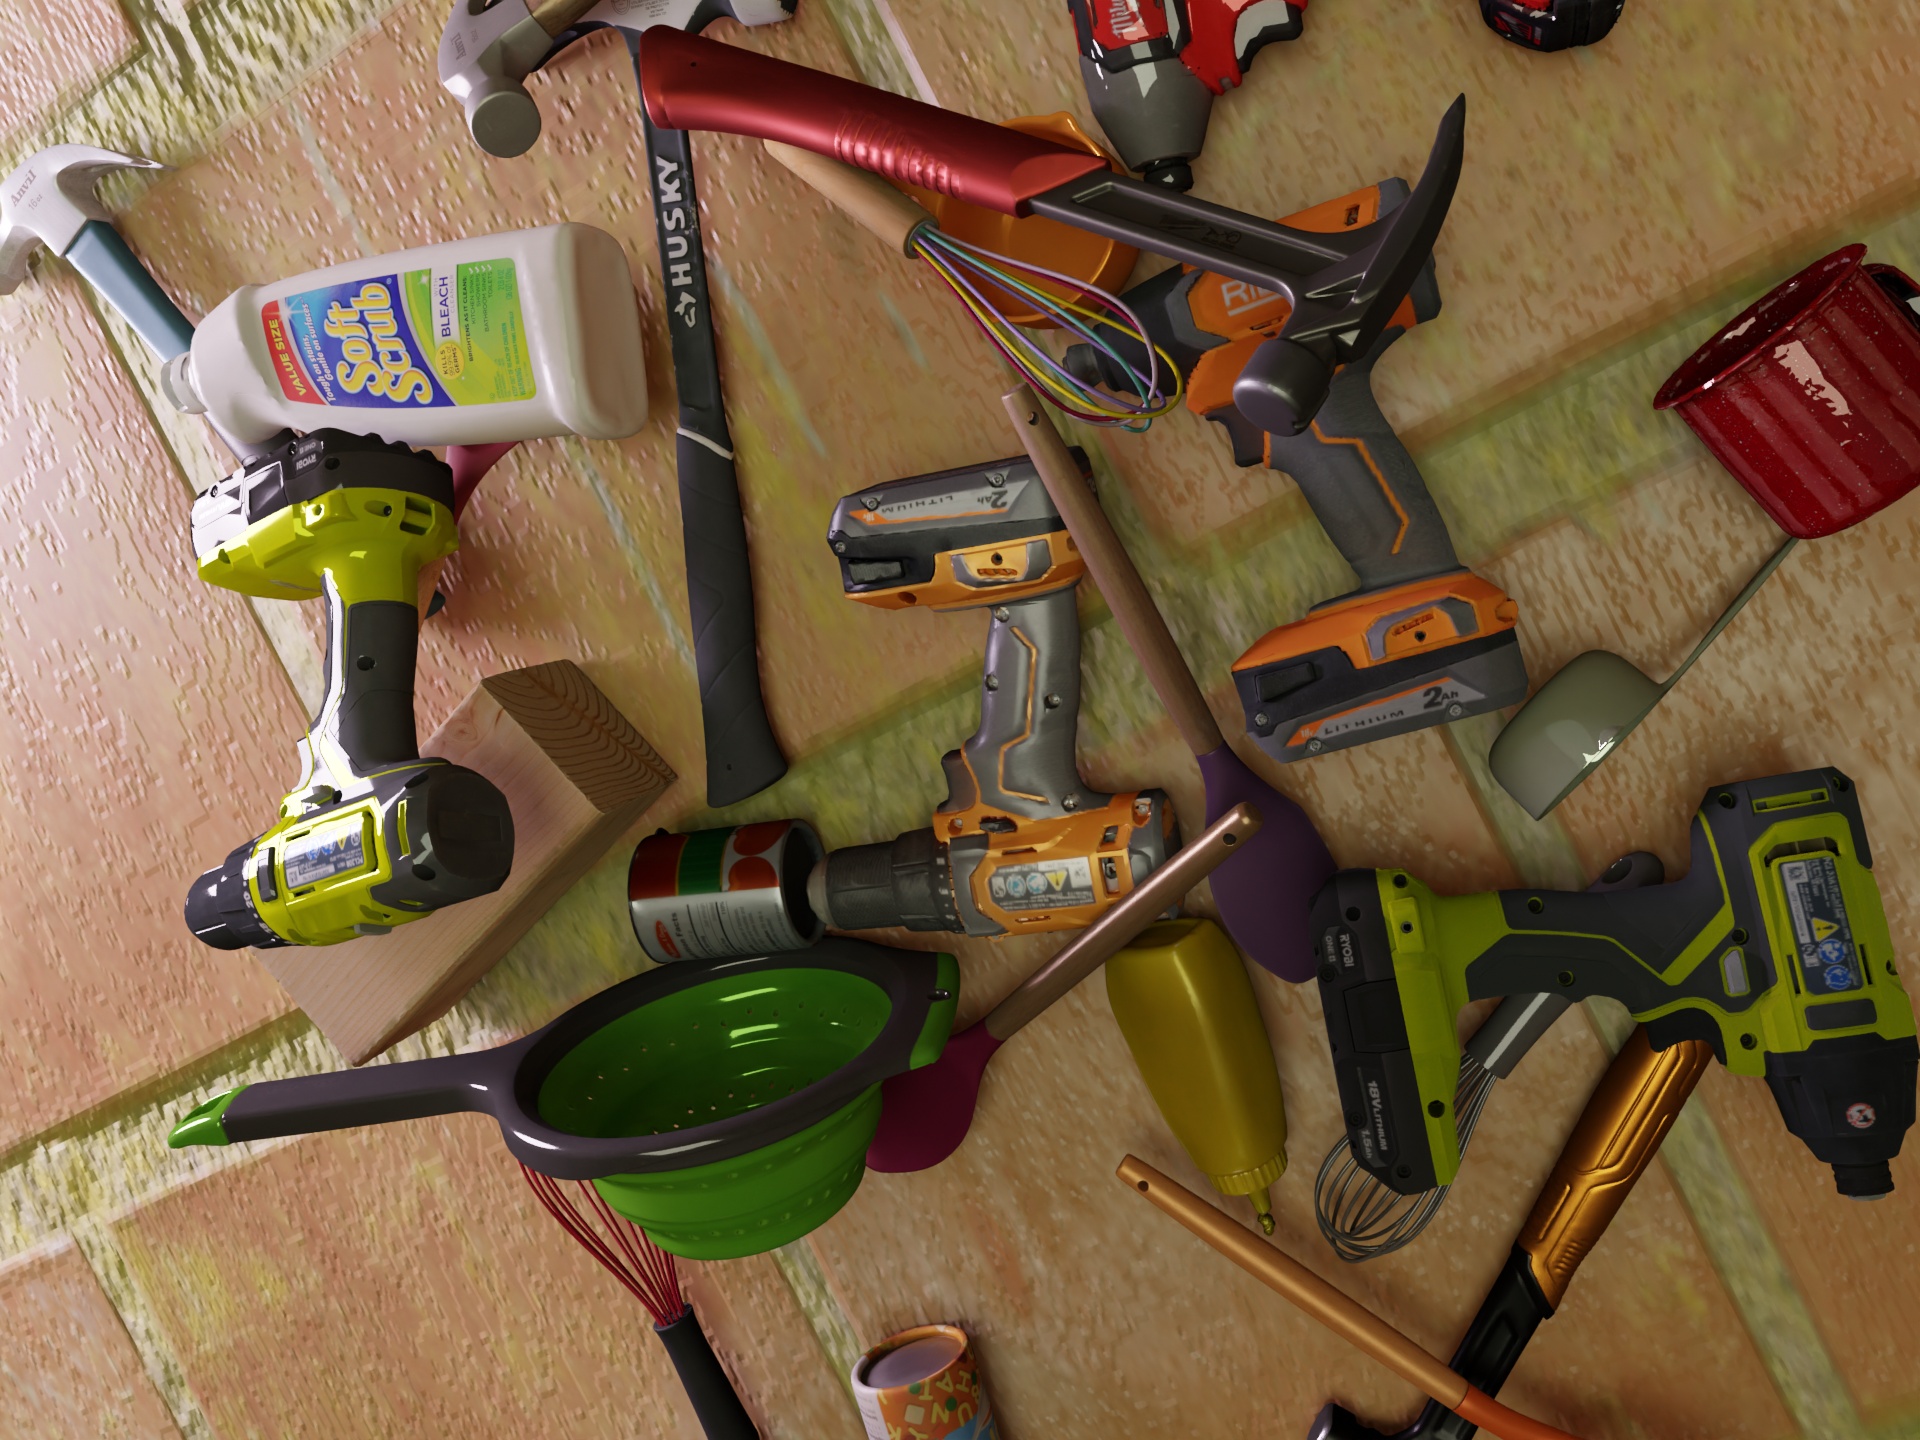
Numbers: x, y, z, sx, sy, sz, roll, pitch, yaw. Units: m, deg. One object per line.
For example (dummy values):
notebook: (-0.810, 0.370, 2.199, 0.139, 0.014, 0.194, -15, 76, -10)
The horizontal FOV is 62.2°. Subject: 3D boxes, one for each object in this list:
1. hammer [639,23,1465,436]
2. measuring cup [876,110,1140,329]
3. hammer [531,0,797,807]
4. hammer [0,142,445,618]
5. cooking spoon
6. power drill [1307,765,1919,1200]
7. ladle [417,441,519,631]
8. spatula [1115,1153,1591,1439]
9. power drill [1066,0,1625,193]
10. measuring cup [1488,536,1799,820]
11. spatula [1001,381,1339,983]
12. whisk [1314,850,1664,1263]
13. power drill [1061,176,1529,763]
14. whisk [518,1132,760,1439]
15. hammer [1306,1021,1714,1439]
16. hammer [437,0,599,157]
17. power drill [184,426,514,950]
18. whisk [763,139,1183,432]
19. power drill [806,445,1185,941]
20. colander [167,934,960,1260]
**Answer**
hammer: (0.016, -0.236, 0.656, 0.359, 0.036, 0.149, 26, 74, 23)
measuring cup: (0.004, -0.239, 0.729, 0.174, 0.052, 0.095, 29, 107, 22)
hammer: (-0.134, -0.157, 0.786, 0.149, 0.036, 0.409, -3, 99, 17)
hammer: (-0.399, -0.174, 0.858, 0.128, 0.033, 0.331, -43, 87, 19)
cooking spoon: (0.033, 0.134, 0.760, 0.069, 0.017, 0.318, 44, 124, 0)
power drill: (0.269, 0.122, 0.665, 0.223, 0.080, 0.171, -11, 83, 14)
ladle: (-0.278, -0.070, 0.818, 0.069, 0.031, 0.315, 23, 94, 15)
spatula: (0.209, 0.301, 0.733, 0.323, 0.041, 0.081, 32, 107, 11)
power drill: (0.153, -0.310, 0.660, 0.220, 0.078, 0.143, -8, 97, 19)
measuring cup: (0.292, -0.029, 0.682, 0.038, 0.083, 0.167, 43, 91, 19)
spatula: (0.097, -0.008, 0.706, 0.060, 0.018, 0.315, -31, 109, -2)
whisk: (0.242, 0.155, 0.733, 0.055, 0.055, 0.239, 37, 102, 7)
power drill: (0.145, -0.101, 0.697, 0.164, 0.084, 0.226, -16, 91, 18)
whisk: (-0.165, 0.307, 0.865, 0.073, 0.073, 0.295, -22, 98, 18)
hammer: (0.286, 0.244, 0.739, 0.127, 0.034, 0.336, 25, 105, 11)
hammer: (-0.101, -0.387, 0.710, 0.331, 0.031, 0.130, -35, 51, 8)
power drill: (-0.307, -0.005, 0.762, 0.190, 0.080, 0.229, -17, 75, 29)
whisk: (0.001, -0.197, 0.685, 0.047, 0.051, 0.245, -47, 66, -3)
power drill: (-0.001, -0.002, 0.755, 0.185, 0.084, 0.226, -8, 102, 17)
colander: (-0.187, 0.201, 0.768, 0.397, 0.204, 0.094, -10, 106, 9)
